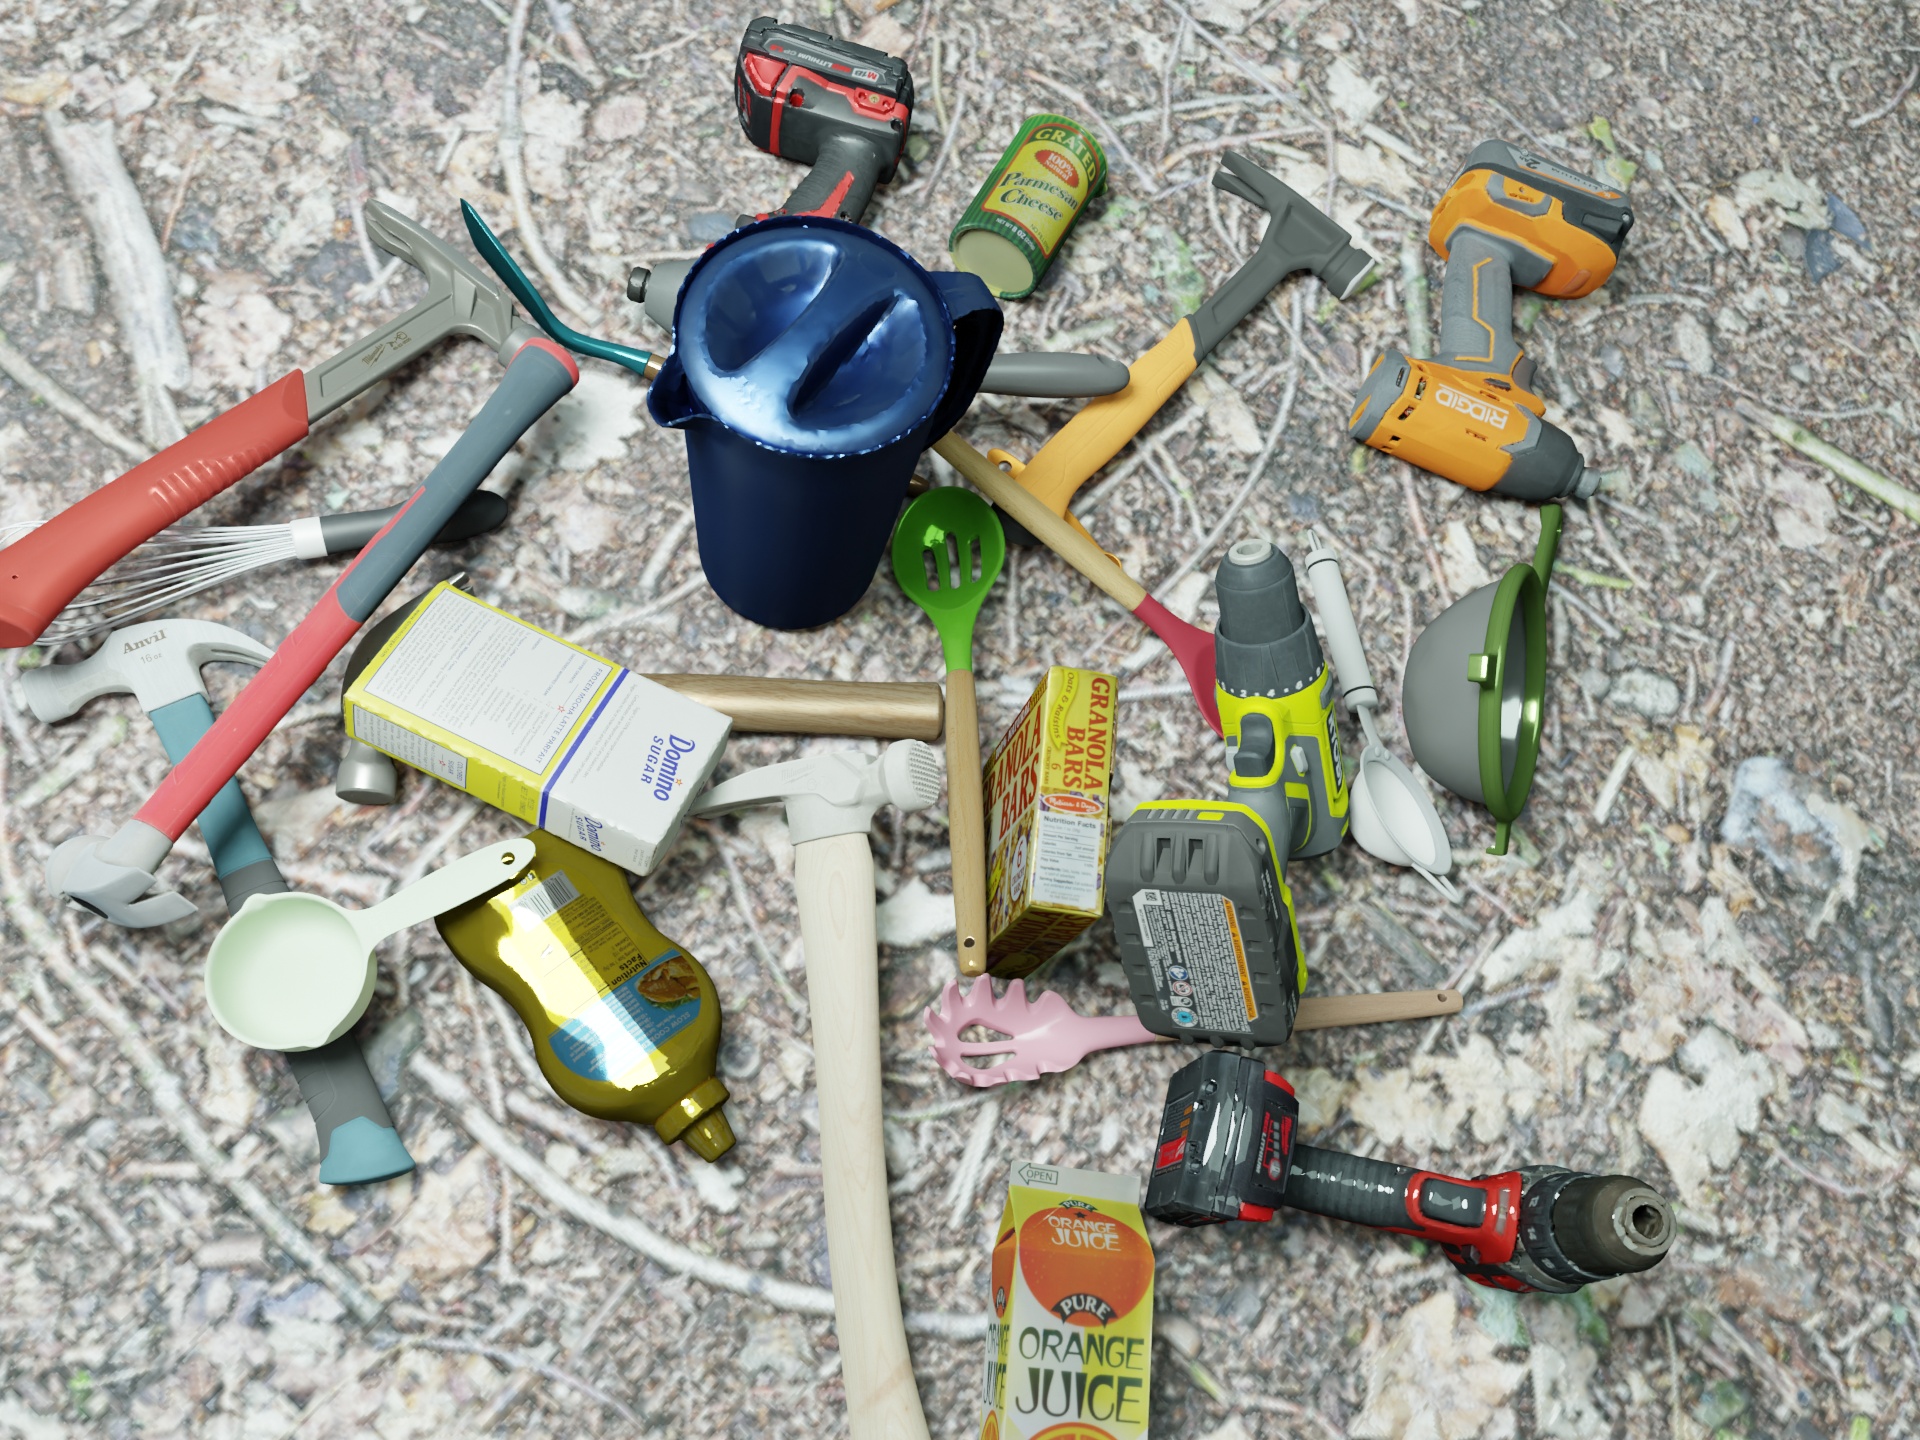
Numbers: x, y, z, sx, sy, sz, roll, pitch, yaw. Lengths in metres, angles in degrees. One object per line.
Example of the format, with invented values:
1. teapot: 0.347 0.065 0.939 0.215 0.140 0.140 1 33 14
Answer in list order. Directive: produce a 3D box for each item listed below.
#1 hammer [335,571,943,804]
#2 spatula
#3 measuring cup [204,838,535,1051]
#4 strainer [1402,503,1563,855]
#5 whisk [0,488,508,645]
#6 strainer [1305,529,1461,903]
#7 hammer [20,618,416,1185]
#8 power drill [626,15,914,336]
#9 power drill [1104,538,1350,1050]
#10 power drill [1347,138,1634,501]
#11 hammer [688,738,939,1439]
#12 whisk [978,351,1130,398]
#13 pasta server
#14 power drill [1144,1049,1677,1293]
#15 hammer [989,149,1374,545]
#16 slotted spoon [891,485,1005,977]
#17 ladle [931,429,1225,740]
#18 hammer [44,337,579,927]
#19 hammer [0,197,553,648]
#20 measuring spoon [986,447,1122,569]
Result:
1. hammer: -0.175 -0.014 0.900 0.331 0.031 0.130 2 70 -9
2. spatula: -0.160 -0.215 0.963 0.317 0.082 0.044 24 80 -7
3. measuring cup: -0.288 0.105 0.795 0.167 0.038 0.083 -28 77 -14
4. strainer: 0.318 -0.053 0.970 0.069 0.151 0.256 3 43 28
5. whisk: -0.396 -0.097 0.884 0.284 0.070 0.070 -13 73 -18
6. strainer: 0.242 -0.004 0.959 0.086 0.050 0.259 18 54 -45
7. hammer: -0.369 0.092 0.830 0.128 0.033 0.331 -25 76 -16
8. power drill: -0.116 -0.322 1.001 0.143 0.078 0.220 15 72 -4
9. power drill: 0.146 0.035 0.818 0.080 0.190 0.229 0 35 25
10. power drill: 0.365 -0.253 1.050 0.164 0.084 0.226 23 73 -1
11. hammer: -0.062 0.222 0.812 0.146 0.038 0.411 -12 76 23
12. whisk: -0.012 -0.206 0.946 0.239 0.055 0.055 -2 71 -13
13. pasta server: 0.134 0.165 0.880 0.316 0.040 0.060 -3 60 -11
14. power drill: 0.220 0.233 0.793 0.226 0.187 0.080 15 70 1
15. hammer: 0.127 -0.234 1.022 0.127 0.034 0.337 40 67 6
16. slotted spoon: -0.001 -0.003 0.887 0.070 0.031 0.314 -10 56 11
17. ladle: 0.085 -0.086 0.939 0.315 0.031 0.069 39 71 -7
18. hammer: -0.309 -0.061 0.818 0.038 0.143 0.386 48 59 -30
19. hammer: -0.396 -0.163 0.872 0.149 0.036 0.359 39 54 4
20. measuring spoon: 0.057 -0.128 0.992 0.021 0.011 0.117 -38 76 -21
